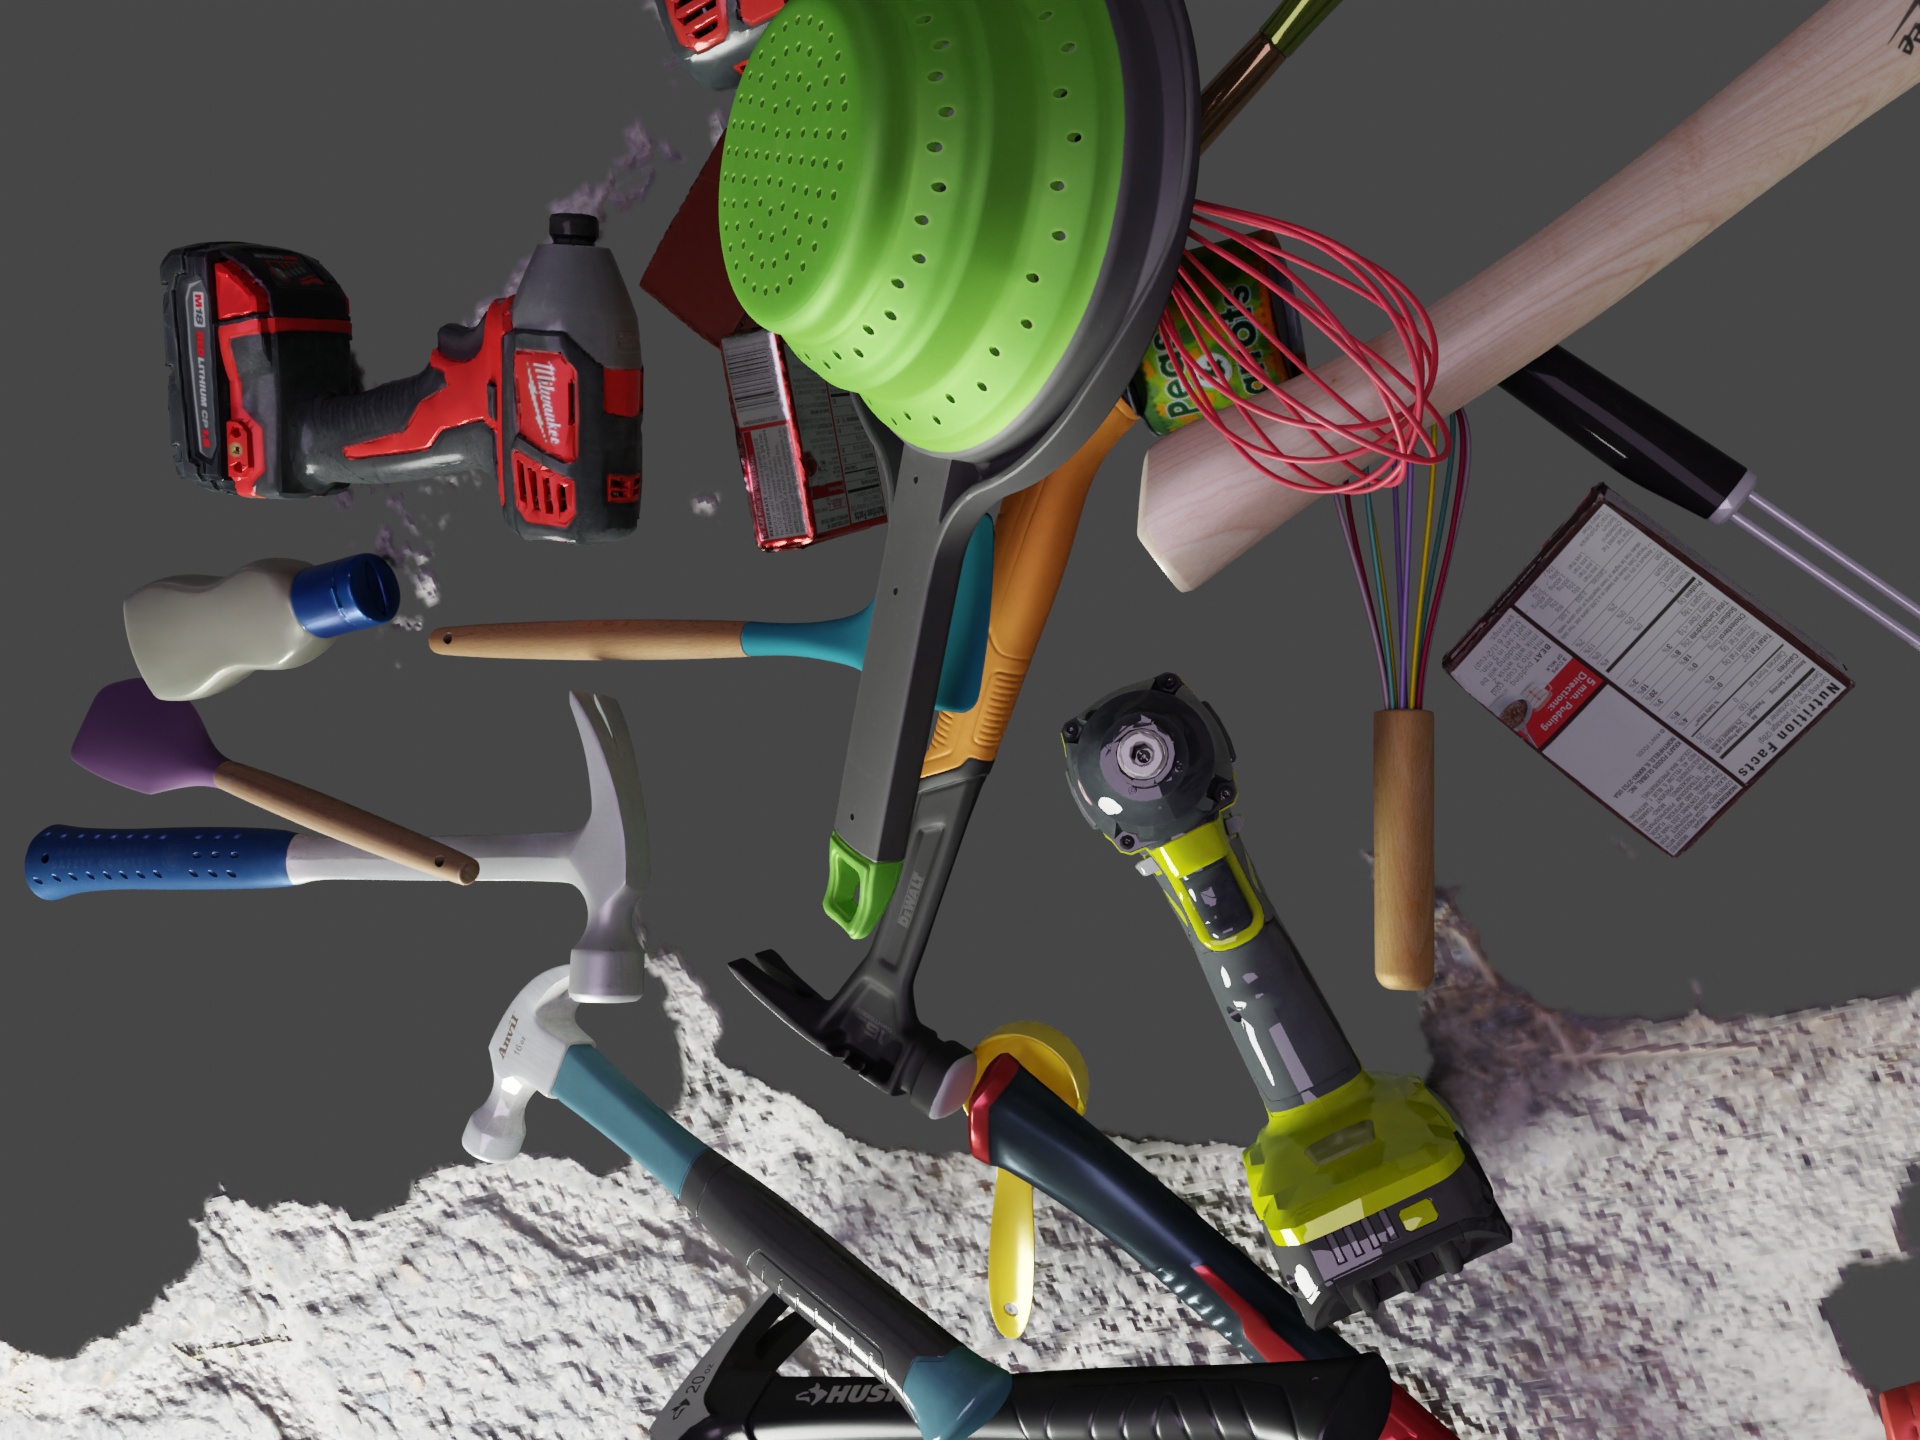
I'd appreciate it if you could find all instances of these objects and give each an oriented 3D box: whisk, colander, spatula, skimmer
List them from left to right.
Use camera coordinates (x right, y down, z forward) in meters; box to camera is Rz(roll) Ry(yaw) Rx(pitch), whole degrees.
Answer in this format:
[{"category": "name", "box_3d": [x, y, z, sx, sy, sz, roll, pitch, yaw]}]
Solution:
[{"category": "spatula", "box_3d": [-0.353, 0.031, 0.800, 0.316, 0.018, 0.060, 16, 79, 31]}, {"category": "spatula", "box_3d": [-0.122, -0.041, 0.713, 0.317, 0.044, 0.082, 0, 79, 26]}, {"category": "colander", "box_3d": [-0.035, -0.105, 0.562, 0.205, 0.094, 0.397, 33, 116, 52]}, {"category": "whisk", "box_3d": [0.069, -0.170, 0.547, 0.073, 0.073, 0.296, -52, 48, 22]}, {"category": "whisk", "box_3d": [0.163, -0.025, 0.589, 0.047, 0.051, 0.245, -4, 83, 45]}, {"category": "skimmer", "box_3d": [0.322, -0.053, 0.525, 0.363, 0.090, 0.127, 39, 72, 12]}]

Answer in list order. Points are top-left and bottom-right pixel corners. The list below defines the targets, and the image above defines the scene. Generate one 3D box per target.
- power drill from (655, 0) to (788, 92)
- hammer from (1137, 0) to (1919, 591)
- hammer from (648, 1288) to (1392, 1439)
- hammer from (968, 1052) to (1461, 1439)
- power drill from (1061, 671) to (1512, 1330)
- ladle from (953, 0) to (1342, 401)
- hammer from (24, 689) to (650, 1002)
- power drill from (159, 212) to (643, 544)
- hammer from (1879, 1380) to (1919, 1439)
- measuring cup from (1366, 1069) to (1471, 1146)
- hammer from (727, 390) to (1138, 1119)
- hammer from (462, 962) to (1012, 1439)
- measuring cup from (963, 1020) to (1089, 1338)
[{"category": "power drill", "box_3d": [-0.056, -0.378, 0.604, 0.188, 0.080, 0.226, -15, 99, 23]}, {"category": "hammer", "box_3d": [0.239, -0.165, 0.522, 0.410, 0.038, 0.146, -35, 88, 13]}, {"category": "hammer", "box_3d": [0.015, 0.286, 0.672, 0.335, 0.146, 0.035, -14, 109, 28]}, {"category": "hammer", "box_3d": [0.165, 0.267, 0.669, 0.386, 0.038, 0.143, 41, 111, 2]}, {"category": "power drill", "box_3d": [0.106, 0.091, 0.576, 0.080, 0.171, 0.223, -27, 82, 6]}, {"category": "ladle", "box_3d": [0.098, -0.227, 0.590, 0.078, 0.062, 0.320, 37, 118, -18]}, {"category": "hammer", "box_3d": [-0.330, 0.065, 0.815, 0.405, 0.035, 0.144, -3, 82, 25]}, {"category": "power drill", "box_3d": [-0.247, -0.160, 0.726, 0.220, 0.078, 0.143, 8, 105, 16]}, {"category": "hammer", "box_3d": [0.482, 0.178, 0.547, 0.149, 0.037, 0.359, 44, 112, 6]}, {"category": "measuring cup", "box_3d": [0.150, 0.146, 0.669, 0.083, 0.038, 0.168, -37, 76, 22]}, {"category": "hammer", "box_3d": [-0.001, -0.002, 0.682, 0.127, 0.034, 0.336, 28, 107, 27]}, {"category": "hammer", "box_3d": [-0.109, 0.214, 0.715, 0.331, 0.033, 0.128, 26, 98, 37]}, {"category": "measuring cup", "box_3d": [0.029, 0.210, 0.731, 0.062, 0.029, 0.156, 8, 107, 19]}]
